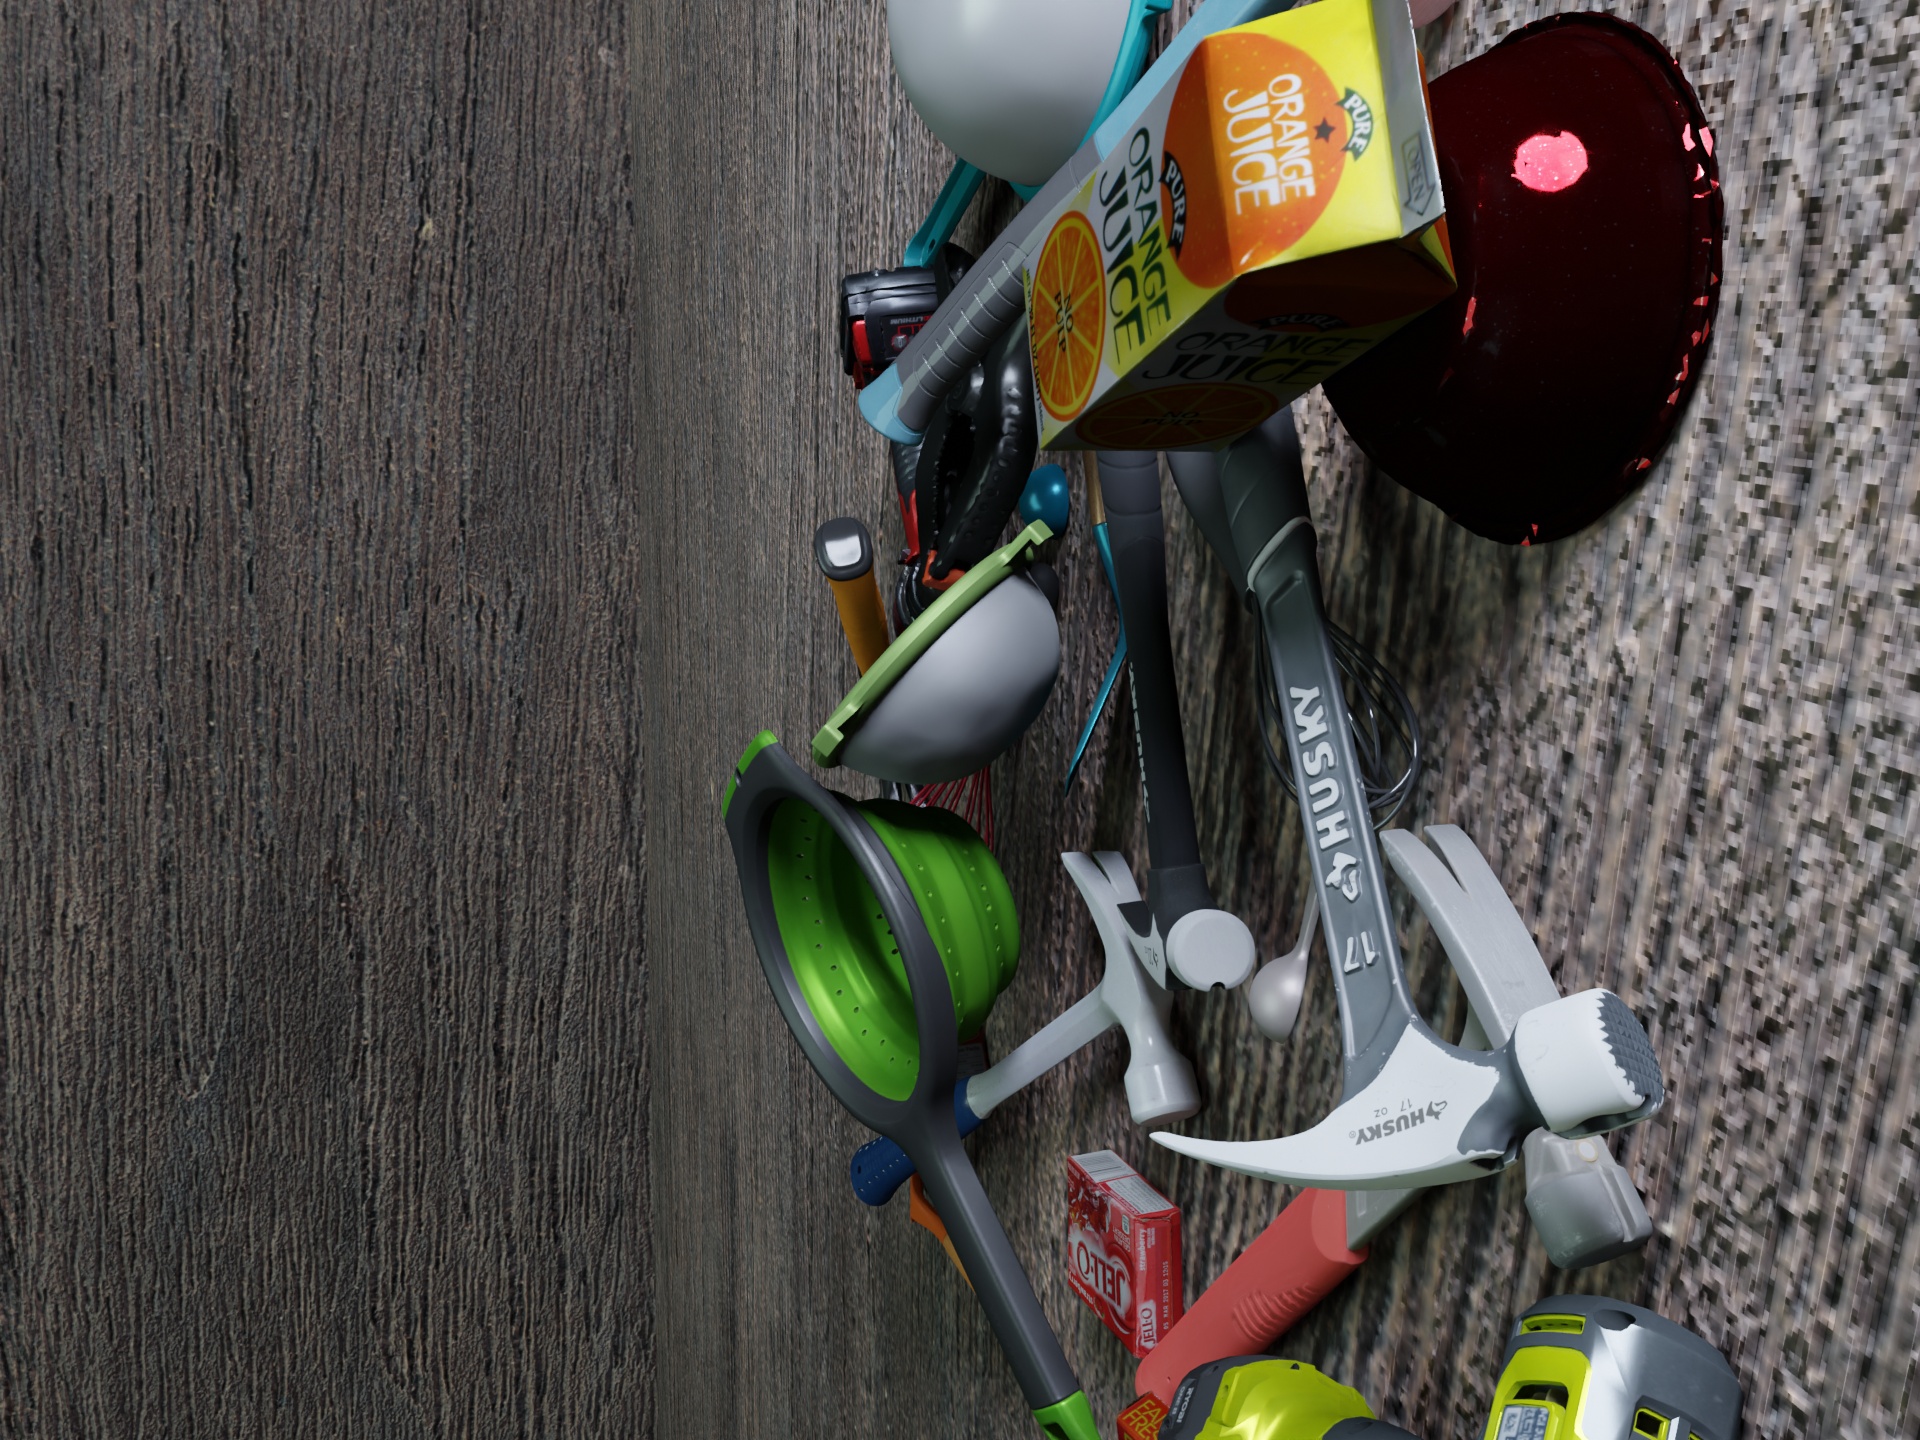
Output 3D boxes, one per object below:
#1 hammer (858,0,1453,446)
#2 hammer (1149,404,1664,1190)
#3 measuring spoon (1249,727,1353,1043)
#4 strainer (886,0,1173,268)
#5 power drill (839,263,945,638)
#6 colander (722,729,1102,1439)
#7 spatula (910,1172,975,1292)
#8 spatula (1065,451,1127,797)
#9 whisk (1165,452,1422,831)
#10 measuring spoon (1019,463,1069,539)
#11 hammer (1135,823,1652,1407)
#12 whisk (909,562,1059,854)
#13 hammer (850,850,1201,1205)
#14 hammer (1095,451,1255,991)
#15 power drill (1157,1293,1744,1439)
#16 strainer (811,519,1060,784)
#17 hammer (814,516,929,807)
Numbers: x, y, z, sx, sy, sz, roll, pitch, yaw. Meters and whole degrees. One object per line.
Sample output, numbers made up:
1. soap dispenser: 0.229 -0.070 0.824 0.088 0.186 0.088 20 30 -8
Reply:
1. hammer: 0.055 -0.221 0.652 0.331 0.033 0.128 -41 51 42
2. hammer: 0.112 -0.039 0.555 0.149 0.036 0.409 -31 47 35
3. measuring spoon: 0.130 0.061 0.609 0.034 0.018 0.124 38 -115 -86
4. strainer: -0.004 -0.346 0.840 0.340 0.095 0.211 134 134 -60
5. power drill: -0.018 -0.151 0.943 0.188 0.080 0.227 129 134 -82
6. colander: 0.003 0.180 0.832 0.397 0.094 0.204 62 150 16
7. spatula: 0.013 0.357 1.062 0.323 0.041 0.081 -149 57 -64
8. spatula: 0.060 -0.122 0.799 0.082 0.044 0.318 72 -166 -80
9. whisk: 0.121 -0.048 0.630 0.239 0.055 0.055 -105 21 -45
10. measuring spoon: 0.030 -0.137 0.923 0.129 0.021 0.042 -134 44 -62
11. hammer: 0.137 0.198 0.631 0.358 0.036 0.149 110 151 -49
12. whisk: 0.008 0.027 0.972 0.073 0.073 0.295 -113 33 -46
13. hammer: 0.015 0.211 0.928 0.405 0.035 0.144 129 136 -53
14. hammer: 0.079 -0.054 0.694 0.146 0.035 0.335 109 154 -84
15. power drill: 0.129 0.271 0.486 0.171 0.080 0.223 -62 7 -29
16. strainer: -0.001 -0.003 0.841 0.069 0.151 0.256 44 170 6
17. hammer: -0.056 -0.036 1.016 0.336 0.034 0.127 83 175 -72
